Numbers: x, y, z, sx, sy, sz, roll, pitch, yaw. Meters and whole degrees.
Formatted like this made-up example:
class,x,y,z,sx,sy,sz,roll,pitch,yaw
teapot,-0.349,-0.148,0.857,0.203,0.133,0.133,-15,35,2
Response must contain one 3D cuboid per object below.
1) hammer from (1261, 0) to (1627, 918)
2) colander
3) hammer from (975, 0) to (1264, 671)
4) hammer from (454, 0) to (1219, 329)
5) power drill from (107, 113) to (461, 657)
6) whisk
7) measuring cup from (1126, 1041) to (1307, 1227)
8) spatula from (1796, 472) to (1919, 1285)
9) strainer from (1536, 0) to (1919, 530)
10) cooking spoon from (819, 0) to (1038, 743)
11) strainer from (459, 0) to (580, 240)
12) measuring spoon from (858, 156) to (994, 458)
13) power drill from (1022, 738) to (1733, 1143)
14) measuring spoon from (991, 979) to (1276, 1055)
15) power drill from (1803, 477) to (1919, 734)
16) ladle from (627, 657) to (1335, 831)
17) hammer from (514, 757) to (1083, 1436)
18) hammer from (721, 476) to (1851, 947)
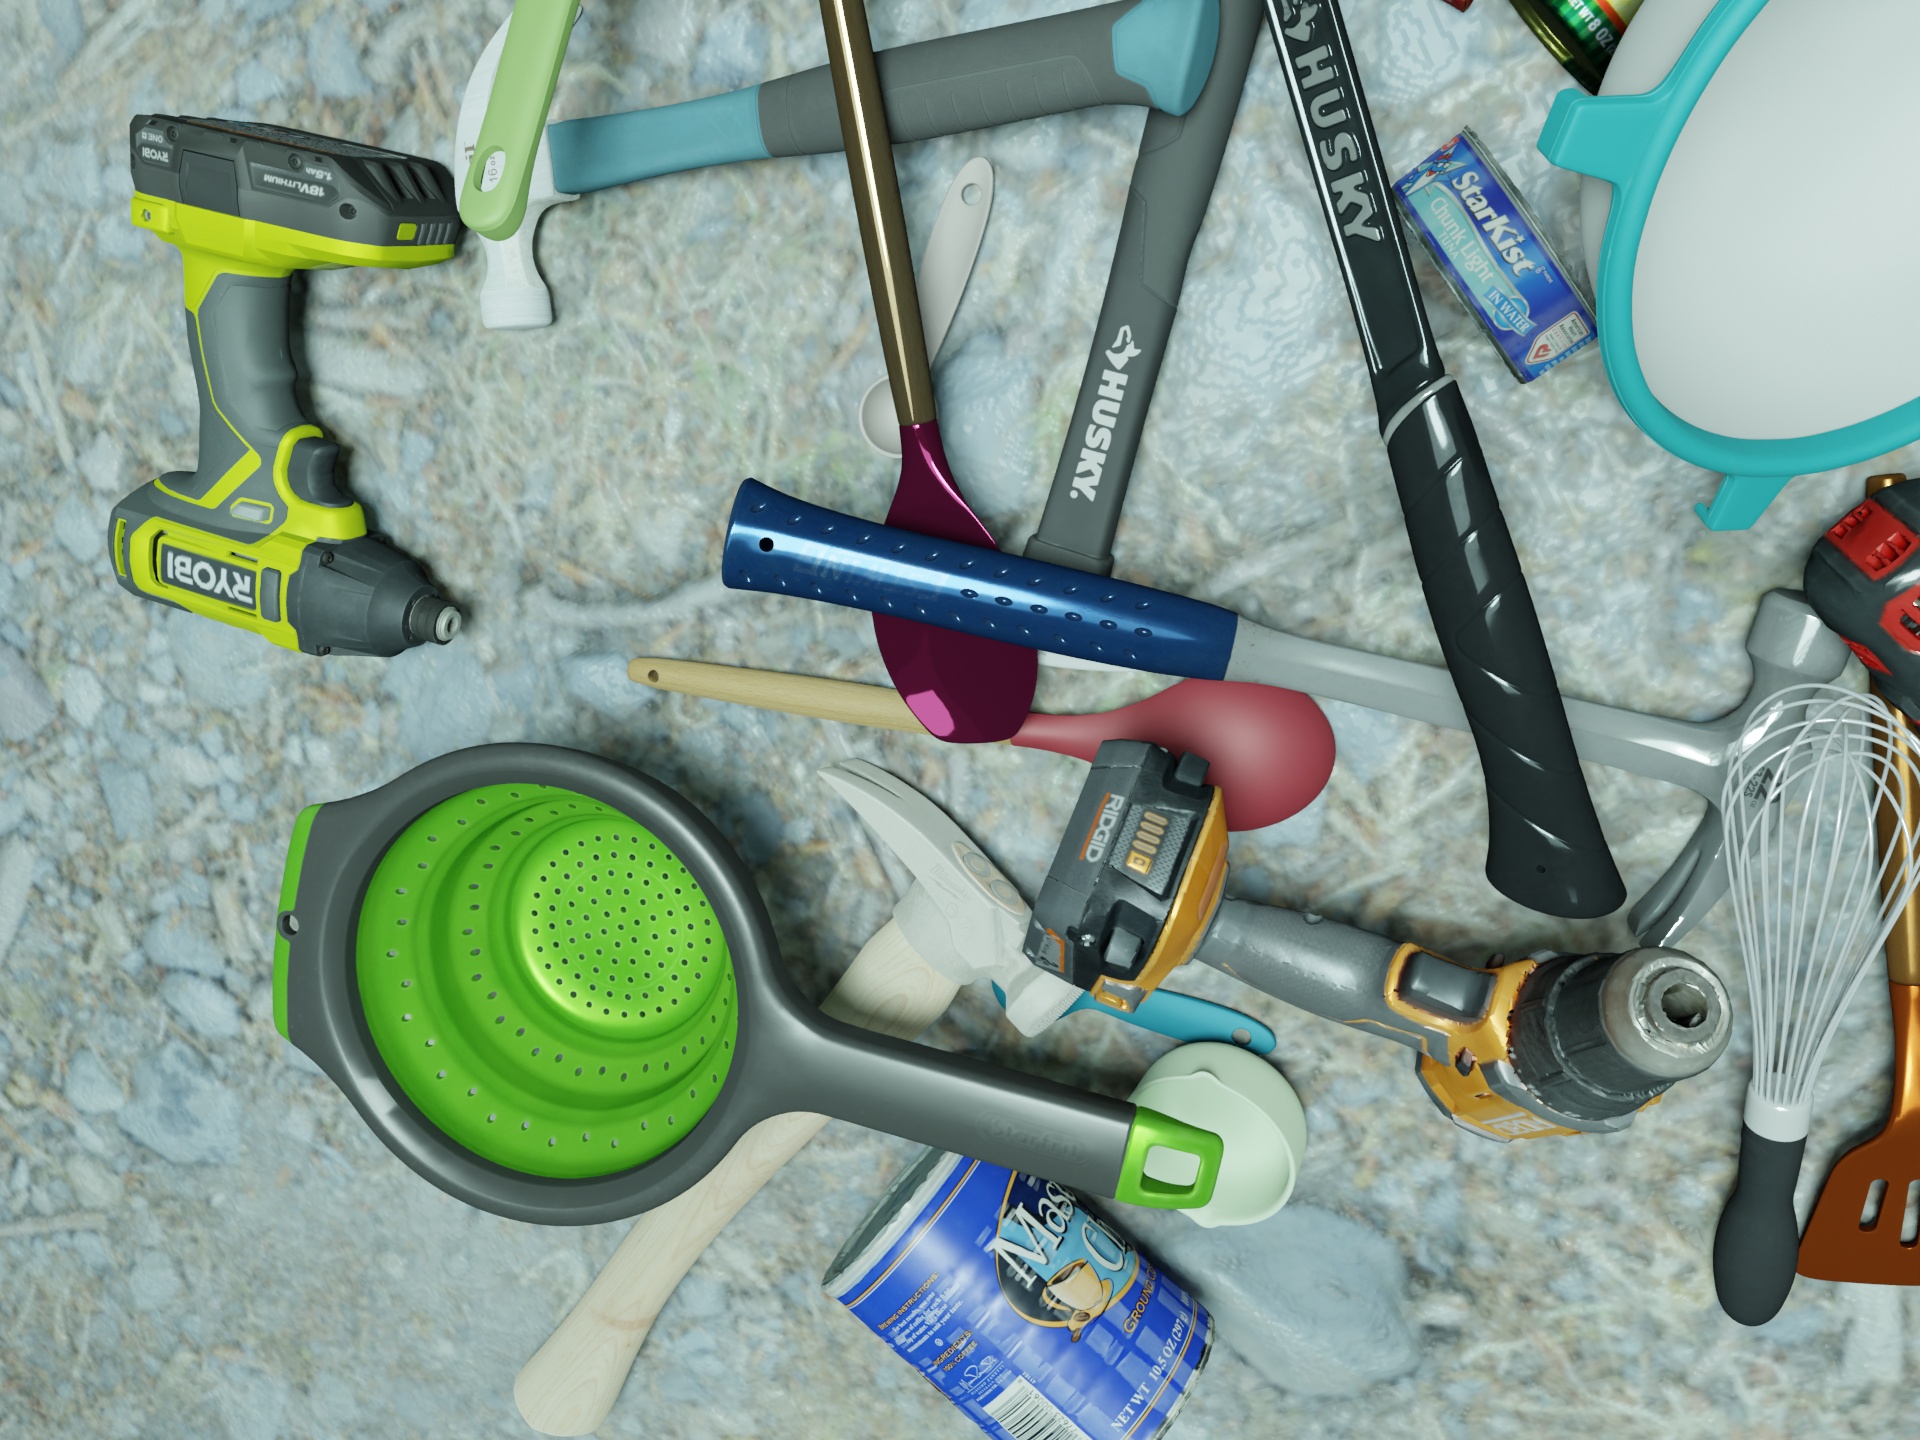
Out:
class,x,y,z,sx,sy,sz,roll,pitch,yaw
hammer,0.148,-0.121,0.514,0.149,0.036,0.408,-11,106,39
colander,-0.086,0.121,0.670,0.397,0.094,0.204,14,103,9
hammer,0.079,-0.177,0.607,0.146,0.035,0.334,19,108,13
hammer,-0.062,-0.234,0.618,0.331,0.033,0.128,0,102,25
power drill,-0.295,-0.143,0.711,0.171,0.080,0.223,16,112,14
whisk,0.304,0.116,0.585,0.070,0.070,0.284,2,118,17
measuring cup,0.070,0.166,0.697,0.168,0.038,0.083,10,119,27
spatula,0.350,0.070,0.593,0.081,0.041,0.322,-5,98,17
strainer,0.323,-0.224,0.475,0.340,0.095,0.210,-37,133,13
cooking spoon,-0.020,-0.139,0.605,0.069,0.017,0.318,-2,111,23
strainer,-0.129,-0.294,0.596,0.151,0.069,0.256,14,87,20
measuring spoon,-0.009,-0.167,0.650,0.034,0.018,0.124,22,102,11
power drill,0.142,0.084,0.569,0.226,0.185,0.084,22,74,6
measuring spoon,0.073,0.126,0.691,0.128,0.021,0.042,13,107,15
power drill,0.416,-0.057,0.504,0.187,0.080,0.226,39,114,-12
ladle,-0.001,-0.002,0.681,0.315,0.031,0.069,8,106,17
hammer,-0.113,0.203,0.756,0.146,0.038,0.410,46,115,15
hammer,0.110,-0.019,0.598,0.405,0.035,0.144,13,109,2
